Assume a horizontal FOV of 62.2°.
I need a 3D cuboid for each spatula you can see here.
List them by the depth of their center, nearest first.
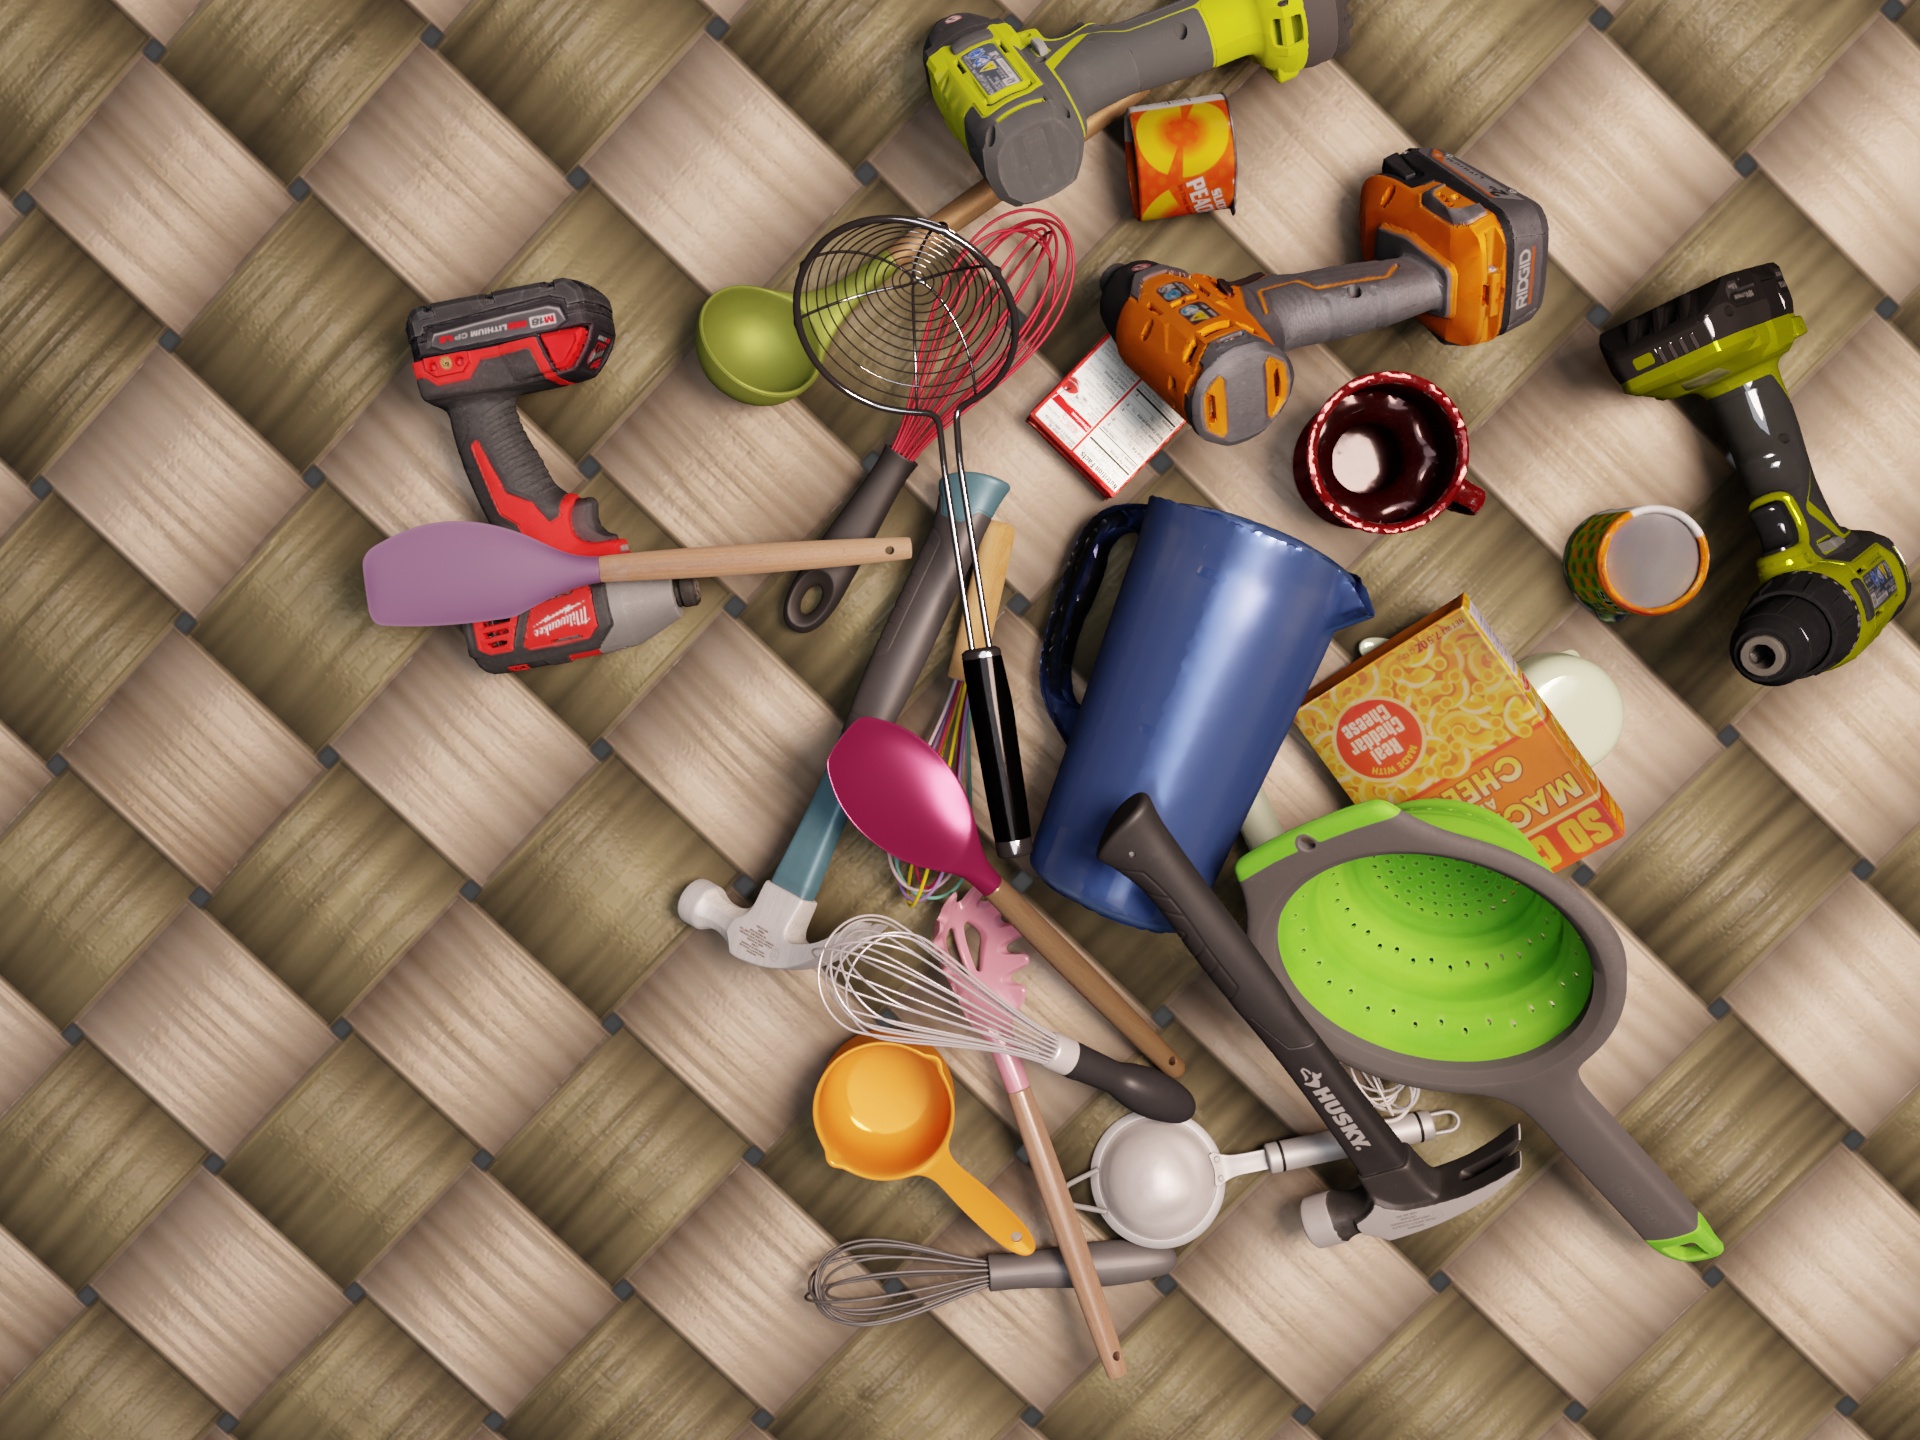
[{"bbox_3d":[-0.185,-0.093,0.931,0.316,0.018,0.059,-4,101,-8],"label":"spatula"}]

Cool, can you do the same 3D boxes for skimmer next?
[{"bbox_3d":[-0.008,-0.094,0.895,0.127,0.090,0.363,-8,95,20],"label":"skimmer"}]

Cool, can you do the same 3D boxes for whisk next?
[{"bbox_3d":[0.033,0.188,0.950,0.284,0.070,0.070,28,95,-26],"label":"whisk"},{"bbox_3d":[-0.025,-0.178,0.966,0.073,0.073,0.296,33,101,-2],"label":"whisk"},{"bbox_3d":[-0.001,-0.003,0.983,0.051,0.047,0.245,13,91,17],"label":"whisk"},{"bbox_3d":[0.223,0.138,0.995,0.059,0.058,0.246,-26,91,-32],"label":"whisk"},{"bbox_3d":[0.020,0.353,1.014,0.239,0.055,0.055,-4,95,-3],"label":"whisk"}]

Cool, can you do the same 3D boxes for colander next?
[{"bbox_3d":[0.328,0.169,0.936,0.397,0.095,0.204,46,132,-16],"label":"colander"}]

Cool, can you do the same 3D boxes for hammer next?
[{"bbox_3d":[0.187,0.171,0.906,0.146,0.035,0.334,-27,111,30],"label":"hammer"},{"bbox_3d":[-0.056,0.000,0.970,0.128,0.033,0.331,26,92,28],"label":"hammer"}]

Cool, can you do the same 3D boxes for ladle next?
[{"bbox_3d":[-0.020,-0.296,0.956,0.320,0.062,0.078,-35,88,1],"label":"ladle"}]

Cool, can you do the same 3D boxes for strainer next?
[{"bbox_3d":[0.191,0.277,1.007,0.258,0.050,0.087,-11,80,-2],"label":"strainer"}]

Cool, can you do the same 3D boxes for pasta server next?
[{"bbox_3d":[0.048,0.255,0.988,0.060,0.040,0.316,-17,86,-27],"label":"pasta server"}]

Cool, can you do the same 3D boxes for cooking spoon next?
[{"bbox_3d":[0.035,0.117,0.960,0.318,0.017,0.069,46,64,-20],"label":"cooking spoon"}]

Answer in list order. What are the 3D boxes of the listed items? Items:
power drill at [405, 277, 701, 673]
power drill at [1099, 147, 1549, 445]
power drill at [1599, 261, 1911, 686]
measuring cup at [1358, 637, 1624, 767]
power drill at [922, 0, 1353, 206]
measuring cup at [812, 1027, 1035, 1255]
[{"bbox_3d":[-0.244,-0.145,0.962,0.143,0.078,0.219,-10,97,2],"label":"power drill"},{"bbox_3d":[0.195,-0.249,0.908,0.226,0.164,0.084,-23,133,-10],"label":"power drill"},{"bbox_3d":[0.454,-0.134,0.906,0.080,0.190,0.228,-23,90,46],"label":"power drill"},{"bbox_3d":[0.327,-0.018,0.979,0.167,0.038,0.083,19,95,-3],"label":"measuring cup"},{"bbox_3d":[0.092,-0.394,0.908,0.223,0.171,0.080,-24,139,1],"label":"power drill"},{"bbox_3d":[-0.017,0.267,1.002,0.173,0.052,0.095,45,94,-4],"label":"measuring cup"}]
